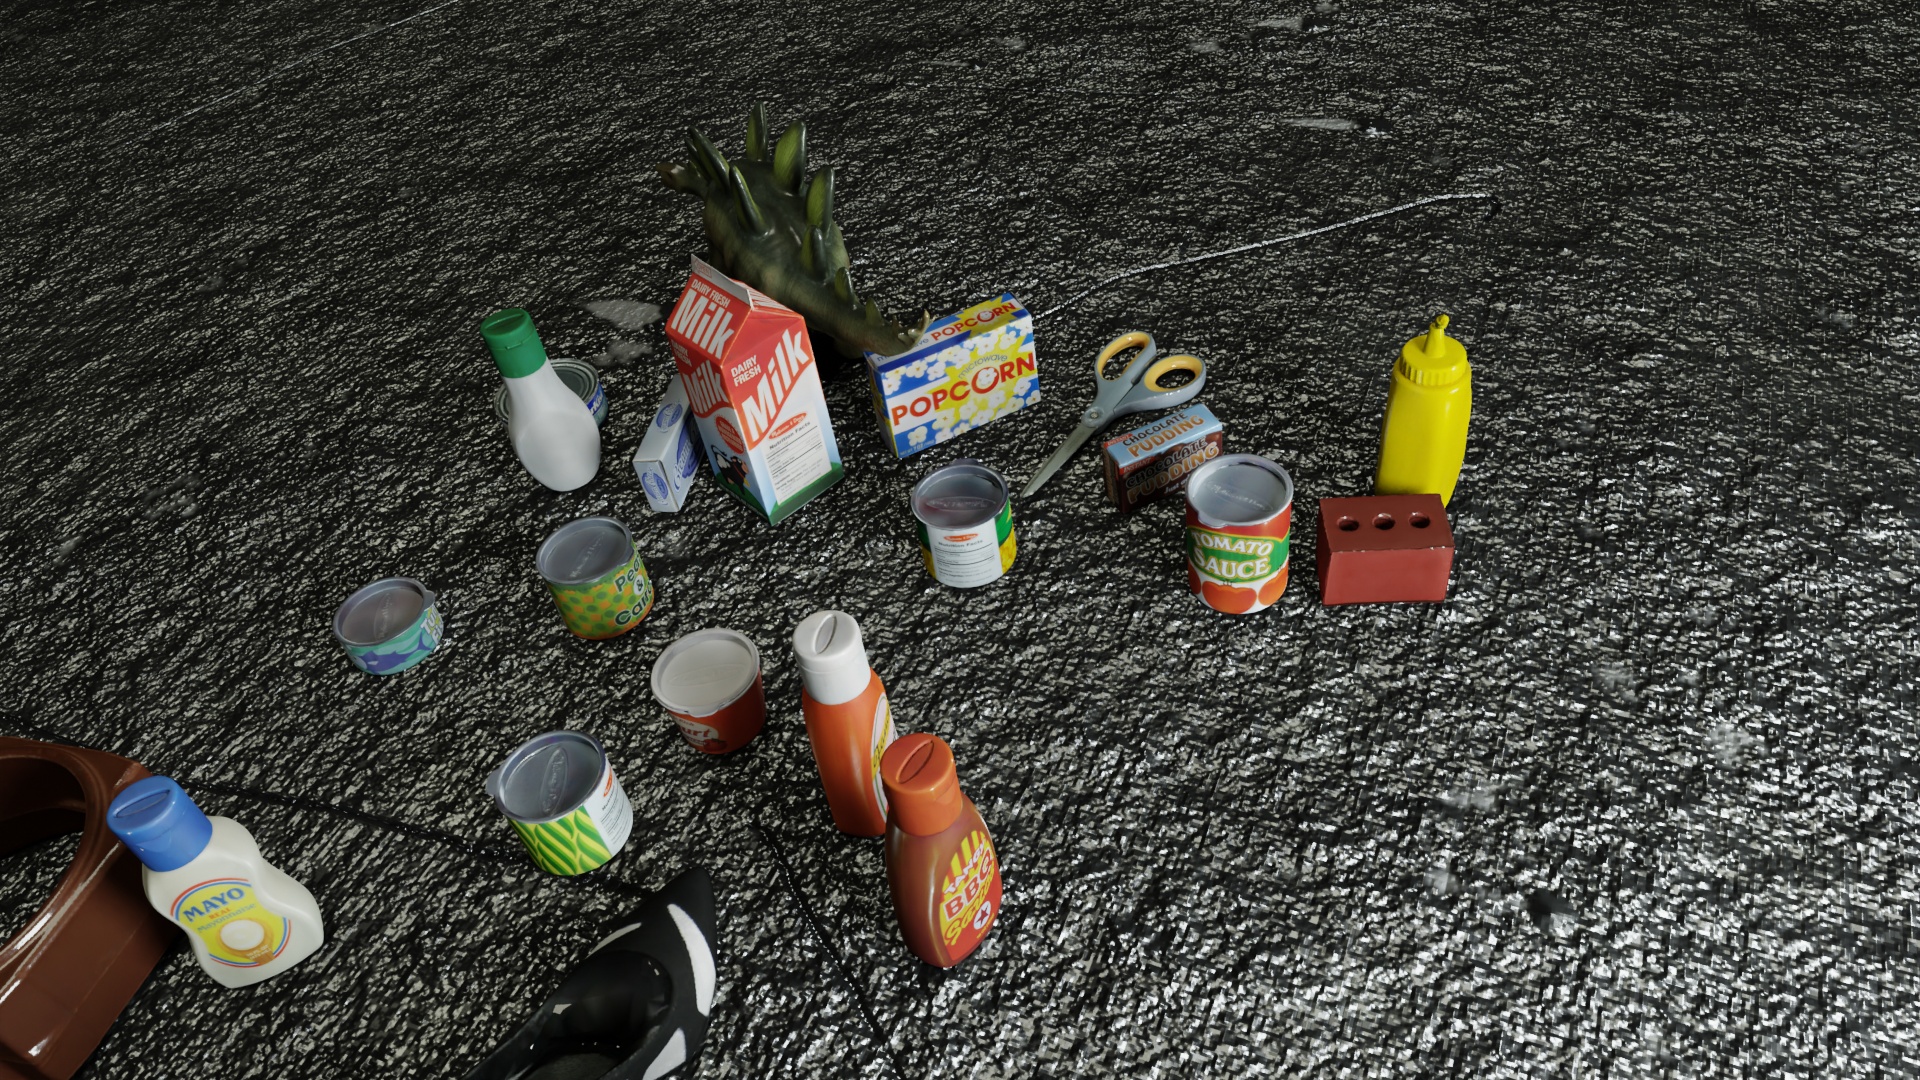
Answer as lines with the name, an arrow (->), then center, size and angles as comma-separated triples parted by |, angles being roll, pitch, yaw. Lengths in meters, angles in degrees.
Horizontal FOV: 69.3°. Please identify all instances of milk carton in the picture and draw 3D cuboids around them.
milk carton -> -0.148, -0.111, 0.988 | 0.074, 0.189, 0.072 | -37, 50, -25

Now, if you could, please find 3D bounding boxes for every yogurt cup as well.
yogurt cup -> -0.155, 0.097, 0.874 | 0.072, 0.053, 0.073 | -5, 44, 5

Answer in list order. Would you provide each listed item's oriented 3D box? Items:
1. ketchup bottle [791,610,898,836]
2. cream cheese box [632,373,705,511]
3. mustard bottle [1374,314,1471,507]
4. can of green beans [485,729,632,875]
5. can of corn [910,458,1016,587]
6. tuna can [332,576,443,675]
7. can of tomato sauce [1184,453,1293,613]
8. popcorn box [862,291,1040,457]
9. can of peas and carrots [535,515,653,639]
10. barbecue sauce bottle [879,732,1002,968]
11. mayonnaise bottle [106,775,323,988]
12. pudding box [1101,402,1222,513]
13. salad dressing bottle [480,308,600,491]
ketchup bottle -> -0.063, 0.102, 0.784 | 0.043, 0.148, 0.065 | 2, 45, 13
cream cheese box -> -0.217, -0.075, 1.062 | 0.024, 0.053, 0.104 | 1, 45, 12
mustard bottle -> 0.302, -0.084, 0.900 | 0.049, 0.159, 0.065 | 21, 52, 29
can of green beans -> -0.234, 0.156, 0.825 | 0.071, 0.057, 0.071 | -5, 44, 5
can of corn -> 0.003, -0.012, 0.953 | 0.071, 0.058, 0.071 | -5, 44, 5
tuna can -> -0.397, 0.059, 0.972 | 0.071, 0.032, 0.071 | -5, 44, 5
can of tomato sauce -> 0.178, -0.002, 0.894 | 0.071, 0.082, 0.071 | -5, 44, 5
popcorn box -> -0.005, -0.125, 1.052 | 0.127, 0.084, 0.038 | -24, 45, -14
can of peas and carrots -> -0.249, 0.026, 0.960 | 0.071, 0.058, 0.071 | -5, 44, 5
barbecue sauce bottle -> -0.013, 0.158, 0.717 | 0.044, 0.147, 0.065 | 21, 52, 28
mayonnaise bottle -> -0.409, 0.187, 0.760 | 0.065, 0.147, 0.041 | -24, 46, -14
pudding box -> 0.143, -0.059, 0.982 | 0.084, 0.049, 0.030 | -22, 45, -12
salad dressing bottle -> -0.316, -0.104, 1.043 | 0.064, 0.146, 0.044 | -23, 45, -13
